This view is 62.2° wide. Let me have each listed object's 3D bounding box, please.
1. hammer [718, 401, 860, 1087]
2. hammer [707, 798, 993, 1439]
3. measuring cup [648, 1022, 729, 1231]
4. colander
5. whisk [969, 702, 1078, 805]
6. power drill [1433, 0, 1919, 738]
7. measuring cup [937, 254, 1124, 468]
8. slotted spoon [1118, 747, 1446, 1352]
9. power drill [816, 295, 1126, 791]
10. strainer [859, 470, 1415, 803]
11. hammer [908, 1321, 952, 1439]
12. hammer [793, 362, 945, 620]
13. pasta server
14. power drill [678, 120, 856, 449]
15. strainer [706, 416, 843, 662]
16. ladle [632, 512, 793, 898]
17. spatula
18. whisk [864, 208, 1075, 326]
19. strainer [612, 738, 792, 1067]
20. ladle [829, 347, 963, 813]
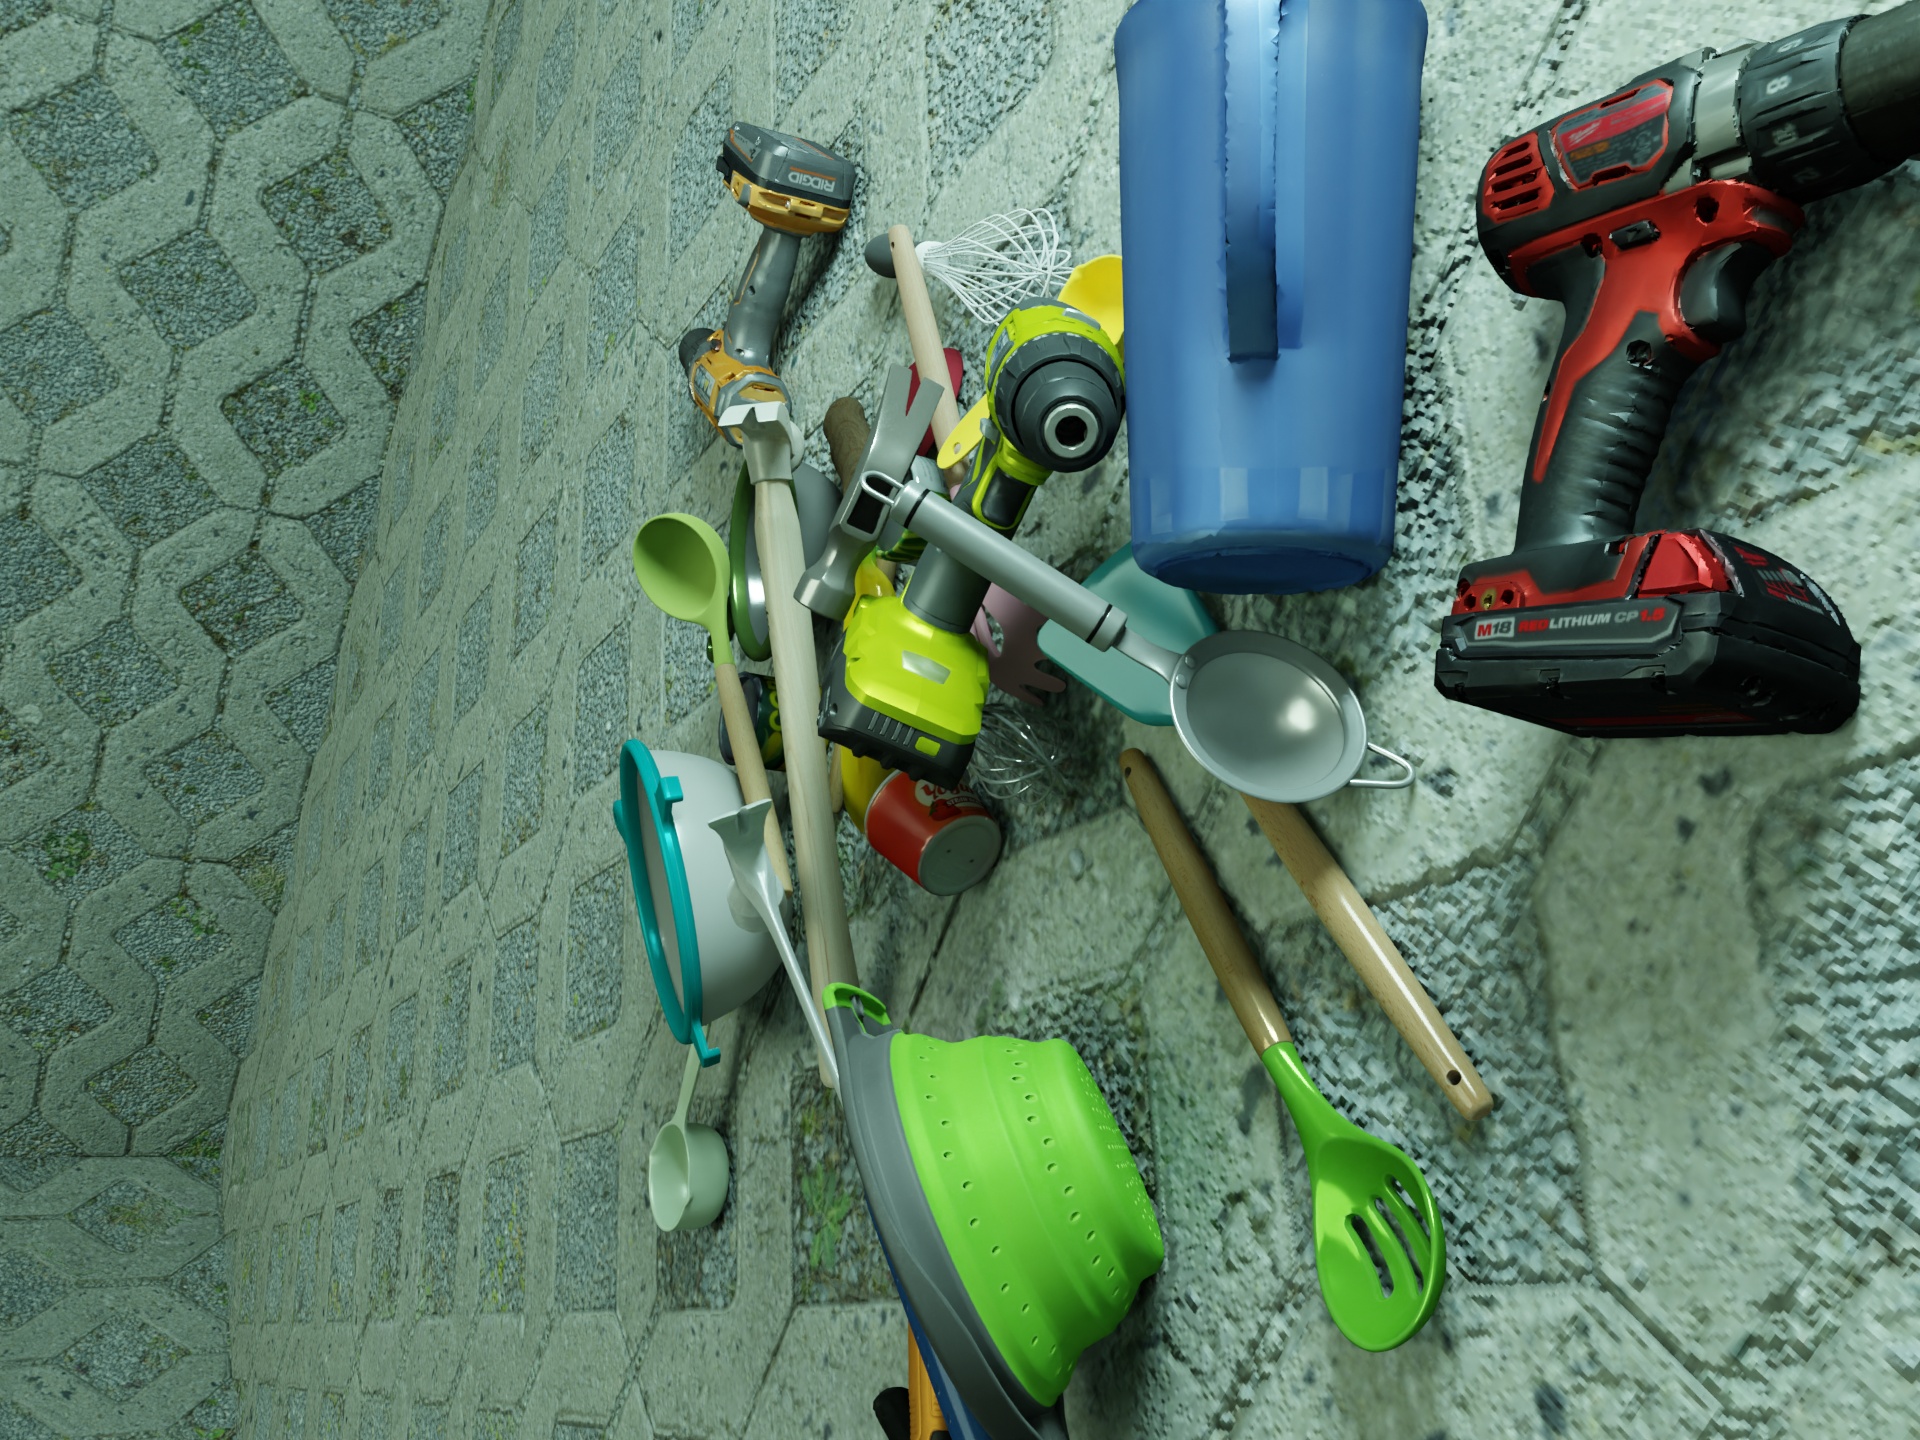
[{"bbox_3d":[-0.094,0.018,0.948,0.146,0.038,0.410,-97,0,-85],"label":"hammer"},{"bbox_3d":[-0.046,0.217,0.791,0.144,0.035,0.406,90,157,-57],"label":"hammer"},{"bbox_3d":[-0.186,0.286,1.152,0.083,0.038,0.167,15,93,59],"label":"measuring cup"},{"bbox_3d":[0.061,0.282,0.692,0.094,0.204,0.397,-26,71,4],"label":"colander"},{"bbox_3d":[-0.001,-0.003,0.918,0.058,0.059,0.246,-42,27,-10],"label":"whisk"},{"bbox_3d":[0.247,-0.113,0.513,0.188,0.080,0.227,-3,76,58],"label":"power drill"},{"bbox_3d":[0.047,-0.187,0.871,0.156,0.029,0.062,-41,52,29],"label":"measuring cup"},{"bbox_3d":[0.128,0.121,0.689,0.070,0.031,0.314,-59,35,32],"label":"slotted spoon"},{"bbox_3d":[0.011,-0.086,0.766,0.191,0.080,0.228,-91,26,-68],"label":"power drill"},{"bbox_3d":[0.068,-0.034,0.665,0.087,0.258,0.050,-57,-1,-36],"label":"strainer"},{"bbox_3d":[-0.016,0.350,0.805,0.127,0.034,0.337,-34,44,44],"label":"hammer"},{"bbox_3d":[-0.062,-0.161,0.960,0.130,0.031,0.331,-63,14,14],"label":"hammer"},{"bbox_3d":[0.001,-0.156,0.921,0.060,0.040,0.316,-39,57,48],"label":"pasta server"},{"bbox_3d":[-0.165,-0.345,1.251,0.186,0.084,0.226,51,129,53],"label":"power drill"},{"bbox_3d":[-0.129,-0.097,1.145,0.256,0.069,0.152,133,133,-61],"label":"strainer"},{"bbox_3d":[-0.163,-0.015,1.062,0.078,0.062,0.321,-53,43,36],"label":"ladle"},{"bbox_3d":[0.131,0.040,0.689,0.082,0.044,0.318,-44,45,15],"label":"spatula"},{"bbox_3d":[-0.005,-0.288,0.995,0.285,0.070,0.070,38,115,61],"label":"whisk"},{"bbox_3d":[-0.190,0.099,1.157,0.340,0.095,0.211,-152,54,-69],"label":"strainer"},{"bbox_3d":[-0.052,-0.090,1.044,0.069,0.031,0.315,28,107,58],"label":"ladle"}]
